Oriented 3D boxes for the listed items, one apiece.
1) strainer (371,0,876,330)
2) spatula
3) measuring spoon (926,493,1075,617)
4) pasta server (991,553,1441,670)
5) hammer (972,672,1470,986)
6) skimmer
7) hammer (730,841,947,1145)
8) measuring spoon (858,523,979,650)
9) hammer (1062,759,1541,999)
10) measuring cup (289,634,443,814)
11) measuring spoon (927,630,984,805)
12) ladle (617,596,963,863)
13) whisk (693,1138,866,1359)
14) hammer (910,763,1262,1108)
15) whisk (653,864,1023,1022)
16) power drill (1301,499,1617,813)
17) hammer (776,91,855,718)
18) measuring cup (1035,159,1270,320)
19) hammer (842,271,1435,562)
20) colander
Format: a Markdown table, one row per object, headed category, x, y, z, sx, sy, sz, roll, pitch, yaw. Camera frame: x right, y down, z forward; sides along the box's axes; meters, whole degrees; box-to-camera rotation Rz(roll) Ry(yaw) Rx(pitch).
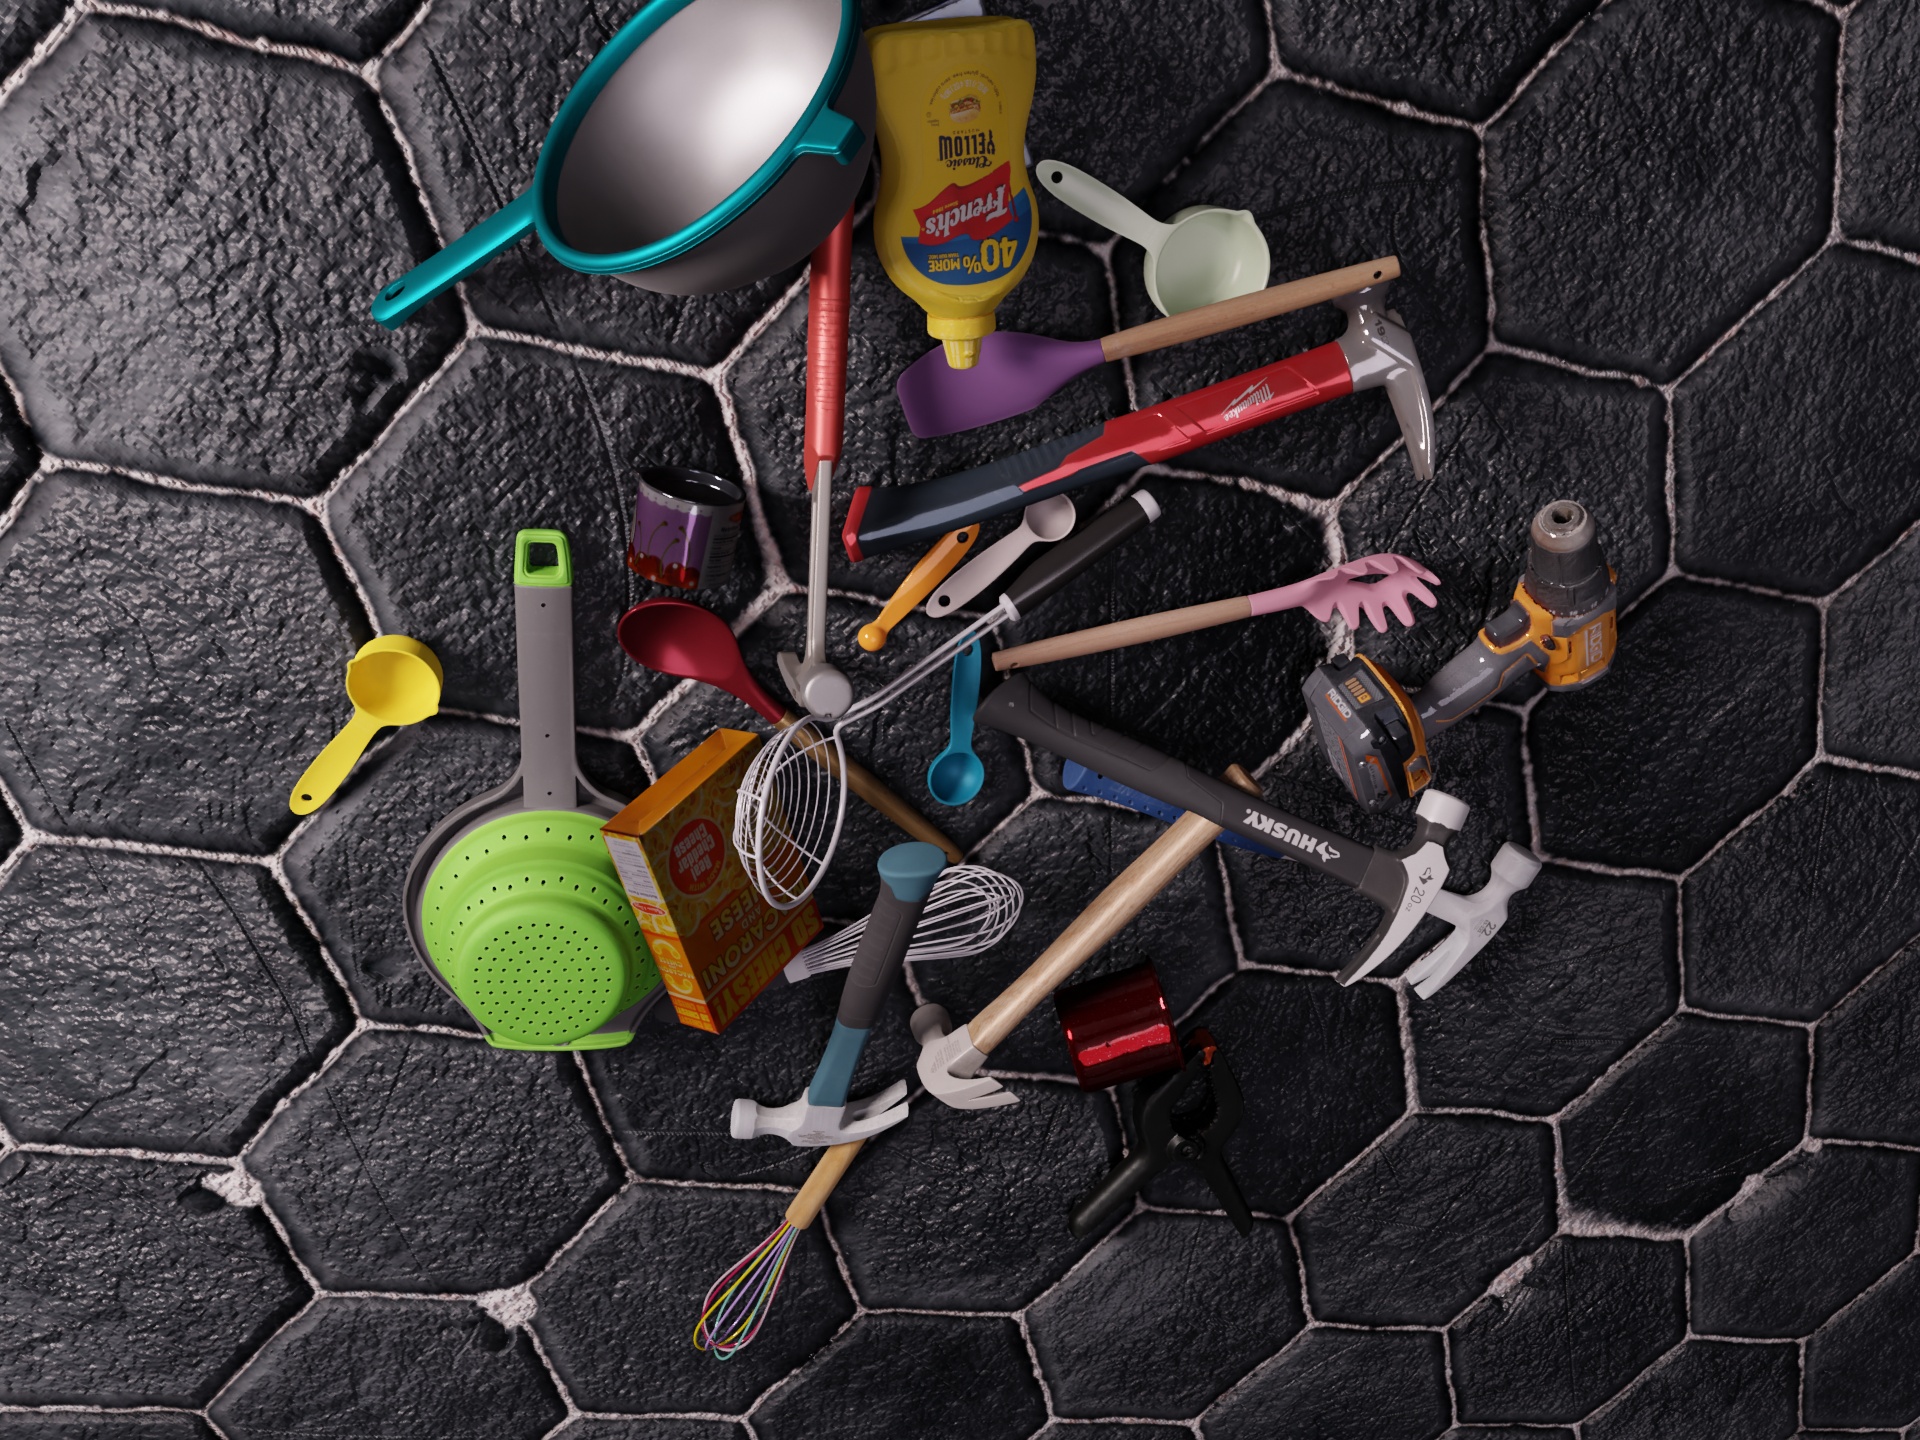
| category | x | y | z | sx | sy | sz | roll | pitch | yaw |
| --- | --- | --- | --- | --- | --- | --- | --- | --- | --- |
| strainer | -0.174 | -0.279 | 0.877 | 0.340 | 0.211 | 0.095 | -23 | 145 | 24 |
| spatula | 0.113 | -0.239 | 0.986 | 0.316 | 0.018 | 0.059 | -13 | 120 | 10 |
| measuring spoon | 0.025 | -0.111 | 1.072 | 0.124 | 0.018 | 0.034 | -38 | 99 | 14 |
| pasta server | 0.178 | -0.069 | 1.113 | 0.316 | 0.040 | 0.060 | -12 | 140 | -5 |
| hammer | 0.165 | 0.057 | 1.087 | 0.335 | 0.035 | 0.146 | 24 | 89 | 4 |
| skimmer | 0.000 | -0.019 | 1.046 | 0.363 | 0.090 | 0.127 | -36 | 151 | -3 |
| hammer | -0.073 | 0.206 | 1.140 | 0.128 | 0.033 | 0.330 | 8 | 132 | -15 |
| measuring spoon | -0.027 | -0.090 | 1.068 | 0.021 | 0.011 | 0.117 | 37 | 103 | -26 |
| hammer | 0.256 | 0.102 | 1.218 | 0.405 | 0.035 | 0.144 | 21 | 109 | -22 |
| measuring cup | -0.390 | 0.004 | 1.029 | 0.062 | 0.029 | 0.156 | 34 | 116 | -25 |
| measuring spoon | -0.002 | -0.004 | 1.119 | 0.042 | 0.021 | 0.128 | -1 | 107 | -22 |
| ladle | -0.105 | 0.012 | 1.092 | 0.069 | 0.031 | 0.315 | -31 | 124 | 30 |
| whisk | -0.145 | 0.419 | 1.279 | 0.047 | 0.051 | 0.245 | 28 | 104 | -18 |
| hammer | 0.091 | 0.157 | 1.150 | 0.031 | 0.130 | 0.331 | 39 | 103 | -27 |
| whisk | -0.090 | 0.168 | 1.161 | 0.284 | 0.070 | 0.070 | -18 | 119 | 1 |
| power drill | 0.357 | -0.047 | 1.114 | 0.226 | 0.084 | 0.185 | -31 | 144 | 2 |
| hammer | -0.083 | -0.188 | 0.966 | 0.036 | 0.149 | 0.359 | 0 | 105 | -13 |
| measuring cup | 0.114 | -0.302 | 0.982 | 0.167 | 0.038 | 0.083 | 24 | 108 | -21 |
| hammer | 0.112 | -0.164 | 1.029 | 0.386 | 0.038 | 0.143 | -20 | 95 | 0 |
| colander | -0.271 | 0.076 | 1.041 | 0.204 | 0.095 | 0.396 | 1 | 114 | -9 |
